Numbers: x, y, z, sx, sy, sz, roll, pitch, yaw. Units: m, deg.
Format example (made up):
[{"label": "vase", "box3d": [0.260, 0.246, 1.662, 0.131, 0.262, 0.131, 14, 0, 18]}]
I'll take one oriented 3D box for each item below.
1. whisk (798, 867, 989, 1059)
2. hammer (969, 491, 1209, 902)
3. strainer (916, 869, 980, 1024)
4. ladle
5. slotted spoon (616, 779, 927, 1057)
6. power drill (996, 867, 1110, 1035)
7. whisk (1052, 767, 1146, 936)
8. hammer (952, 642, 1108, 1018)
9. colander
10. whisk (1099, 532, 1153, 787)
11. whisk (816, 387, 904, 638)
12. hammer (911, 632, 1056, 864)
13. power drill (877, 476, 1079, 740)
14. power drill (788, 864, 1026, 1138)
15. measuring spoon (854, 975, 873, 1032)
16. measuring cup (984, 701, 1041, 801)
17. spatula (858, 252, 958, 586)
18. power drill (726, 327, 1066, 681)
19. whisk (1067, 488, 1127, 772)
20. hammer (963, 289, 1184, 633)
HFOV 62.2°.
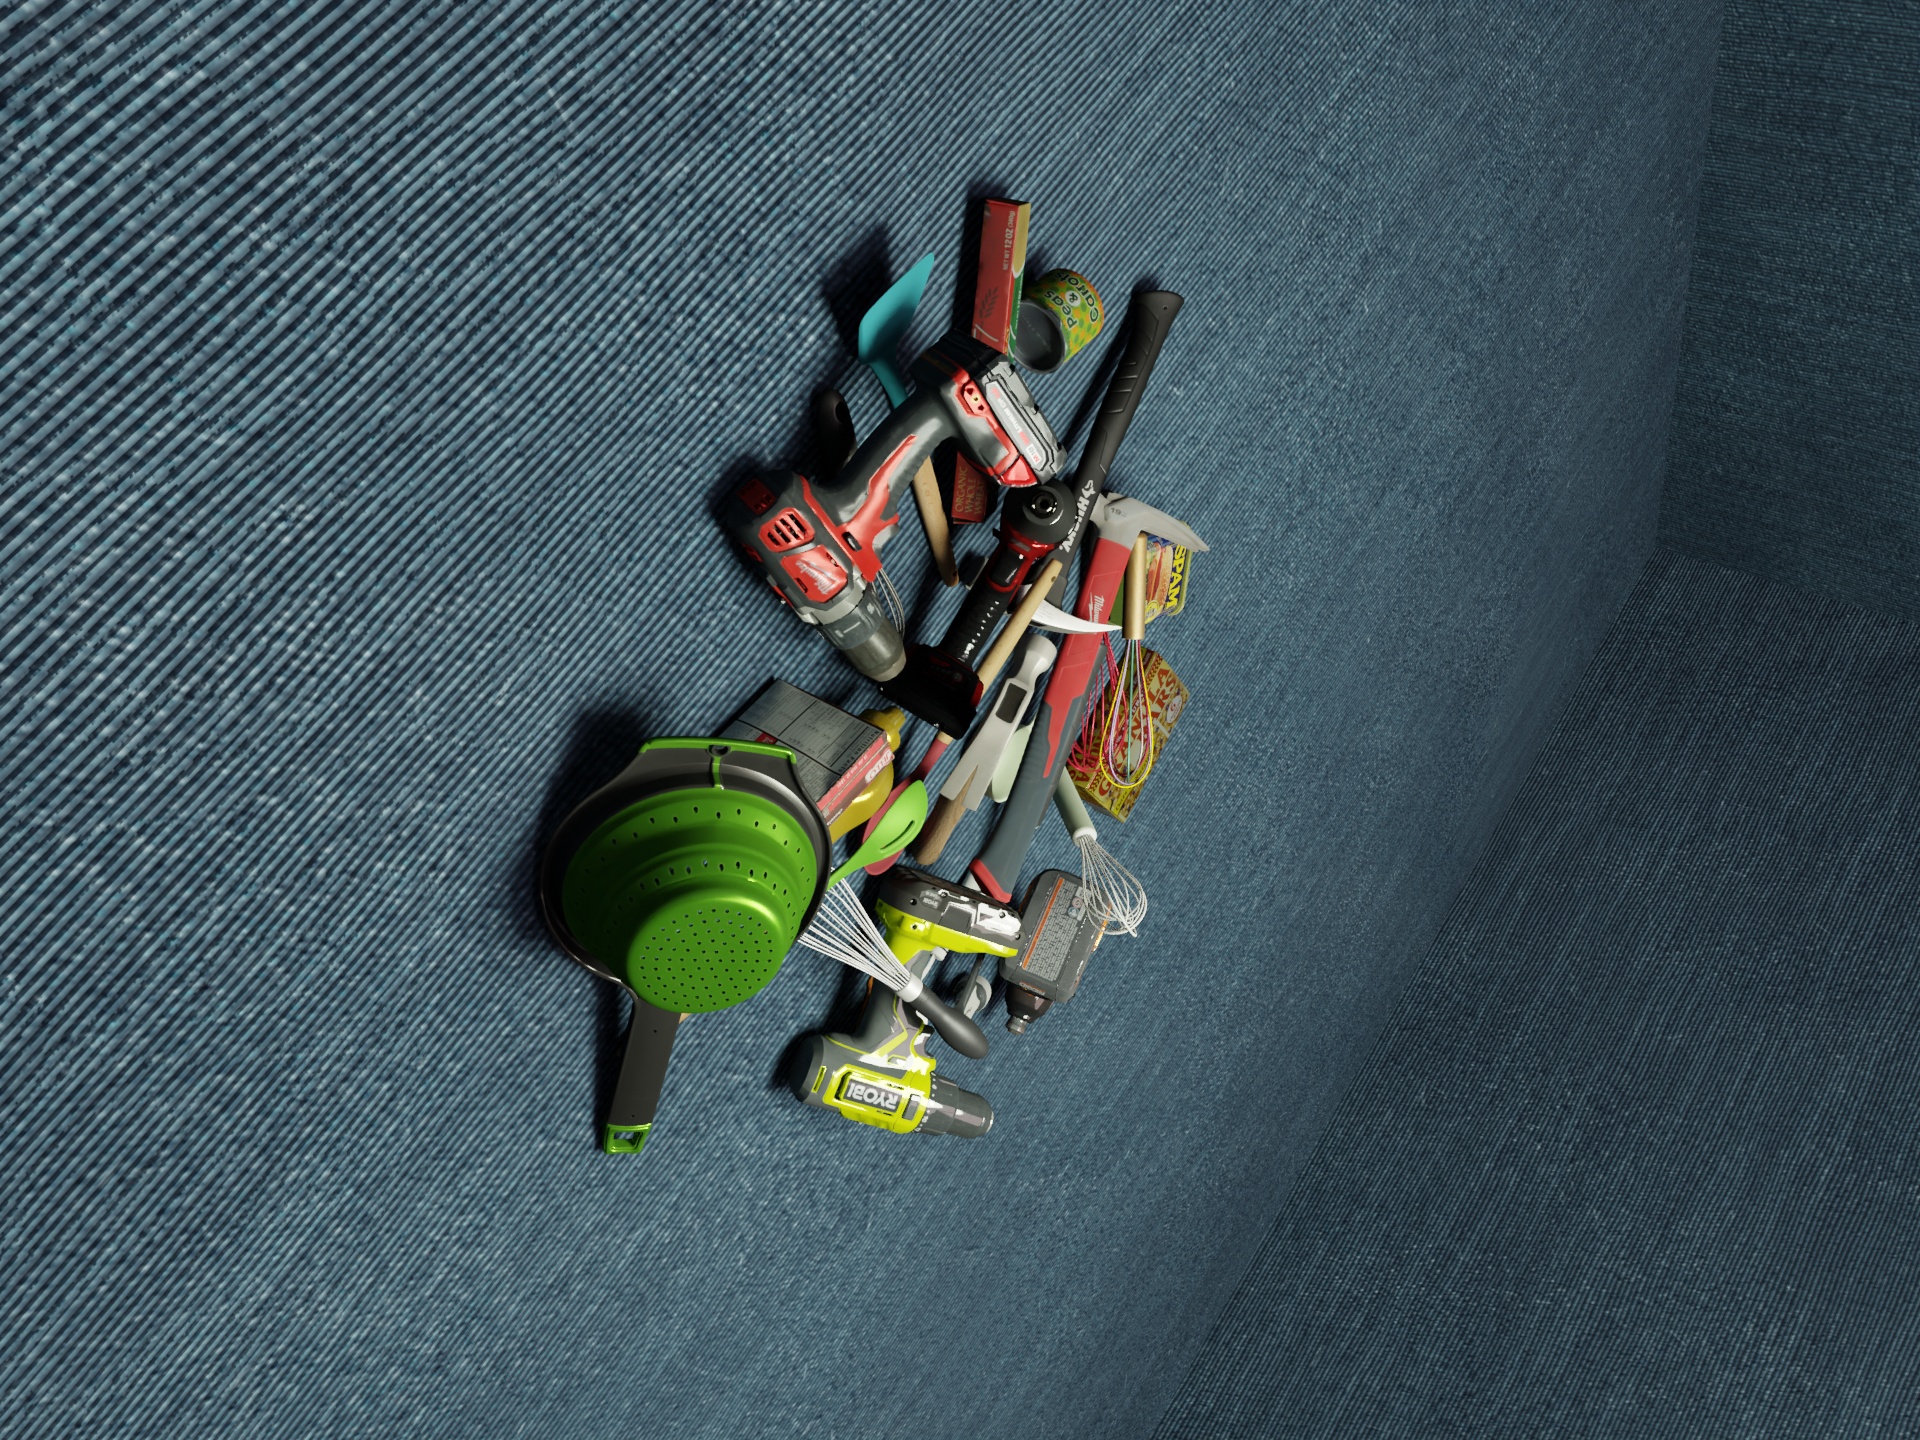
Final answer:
[{"label": "whisk", "box3d": [-0.066, 0.207, 1.343, 0.284, 0.070, 0.070, 46, 68, -28]}, {"label": "hammer", "box3d": [0.106, -0.016, 1.455, 0.143, 0.038, 0.386, 21, 85, -19]}, {"label": "strainer", "box3d": [-0.025, 0.229, 1.528, 0.258, 0.050, 0.086, -61, 165, -21]}, {"label": "ladle", "box3d": [-0.002, -0.004, 1.369, 0.315, 0.031, 0.069, -57, 150, 9]}, {"label": "slotted spoon", "box3d": [-0.141, 0.159, 1.235, 0.314, 0.031, 0.070, -40, 164, -6]}, {"label": "power drill", "box3d": [0.087, 0.238, 1.612, 0.226, 0.084, 0.164, 85, 29, -77]}, {"label": "whisk", "box3d": [0.123, 0.118, 1.530, 0.058, 0.247, 0.059, -32, 128, 8]}, {"label": "hammer", "box3d": [0.060, 0.113, 1.532, 0.149, 0.036, 0.409, -30, 140, -76]}, {"label": "colander", "box3d": [-0.202, 0.197, 1.121, 0.204, 0.095, 0.396, 5, 123, -22]}, {"label": "whisk", "box3d": [0.160, -0.056, 1.515, 0.051, 0.047, 0.245, -16, 108, -70]}, {"label": "whisk", "box3d": [-0.078, -0.139, 1.198, 0.055, 0.055, 0.238, -40, 136, -36]}, {"label": "hammer", "box3d": [0.002, 0.053, 1.317, 0.130, 0.031, 0.331, -62, 180, -27]}, {"label": "power drill", "box3d": [0.022, -0.097, 1.276, 0.219, 0.078, 0.143, -59, -179, 1]}, {"label": "power drill", "box3d": [-0.029, 0.263, 1.439, 0.190, 0.080, 0.228, 21, 91, -20]}, {"label": "measuring spoon", "box3d": [-0.089, 0.292, 1.506, 0.021, 0.011, 0.117, -7, 117, -55]}, {"label": "measuring cup", "box3d": [0.055, -0.002, 1.507, 0.168, 0.038, 0.083, -61, 153, -19]}, {"label": "spatula", "box3d": [-0.029, -0.212, 1.224, 0.082, 0.044, 0.317, -50, 147, -25]}, {"label": "power drill", "box3d": [-0.036, -0.149, 1.146, 0.226, 0.080, 0.187, -41, 129, -4]}, {"label": "whisk", "box3d": [0.133, -0.081, 1.551, 0.073, 0.073, 0.295, -27, 126, -47]}, {"label": "hammer", "box3d": [0.127, -0.234, 1.414, 0.146, 0.035, 0.335, 27, 79, -23]}]
